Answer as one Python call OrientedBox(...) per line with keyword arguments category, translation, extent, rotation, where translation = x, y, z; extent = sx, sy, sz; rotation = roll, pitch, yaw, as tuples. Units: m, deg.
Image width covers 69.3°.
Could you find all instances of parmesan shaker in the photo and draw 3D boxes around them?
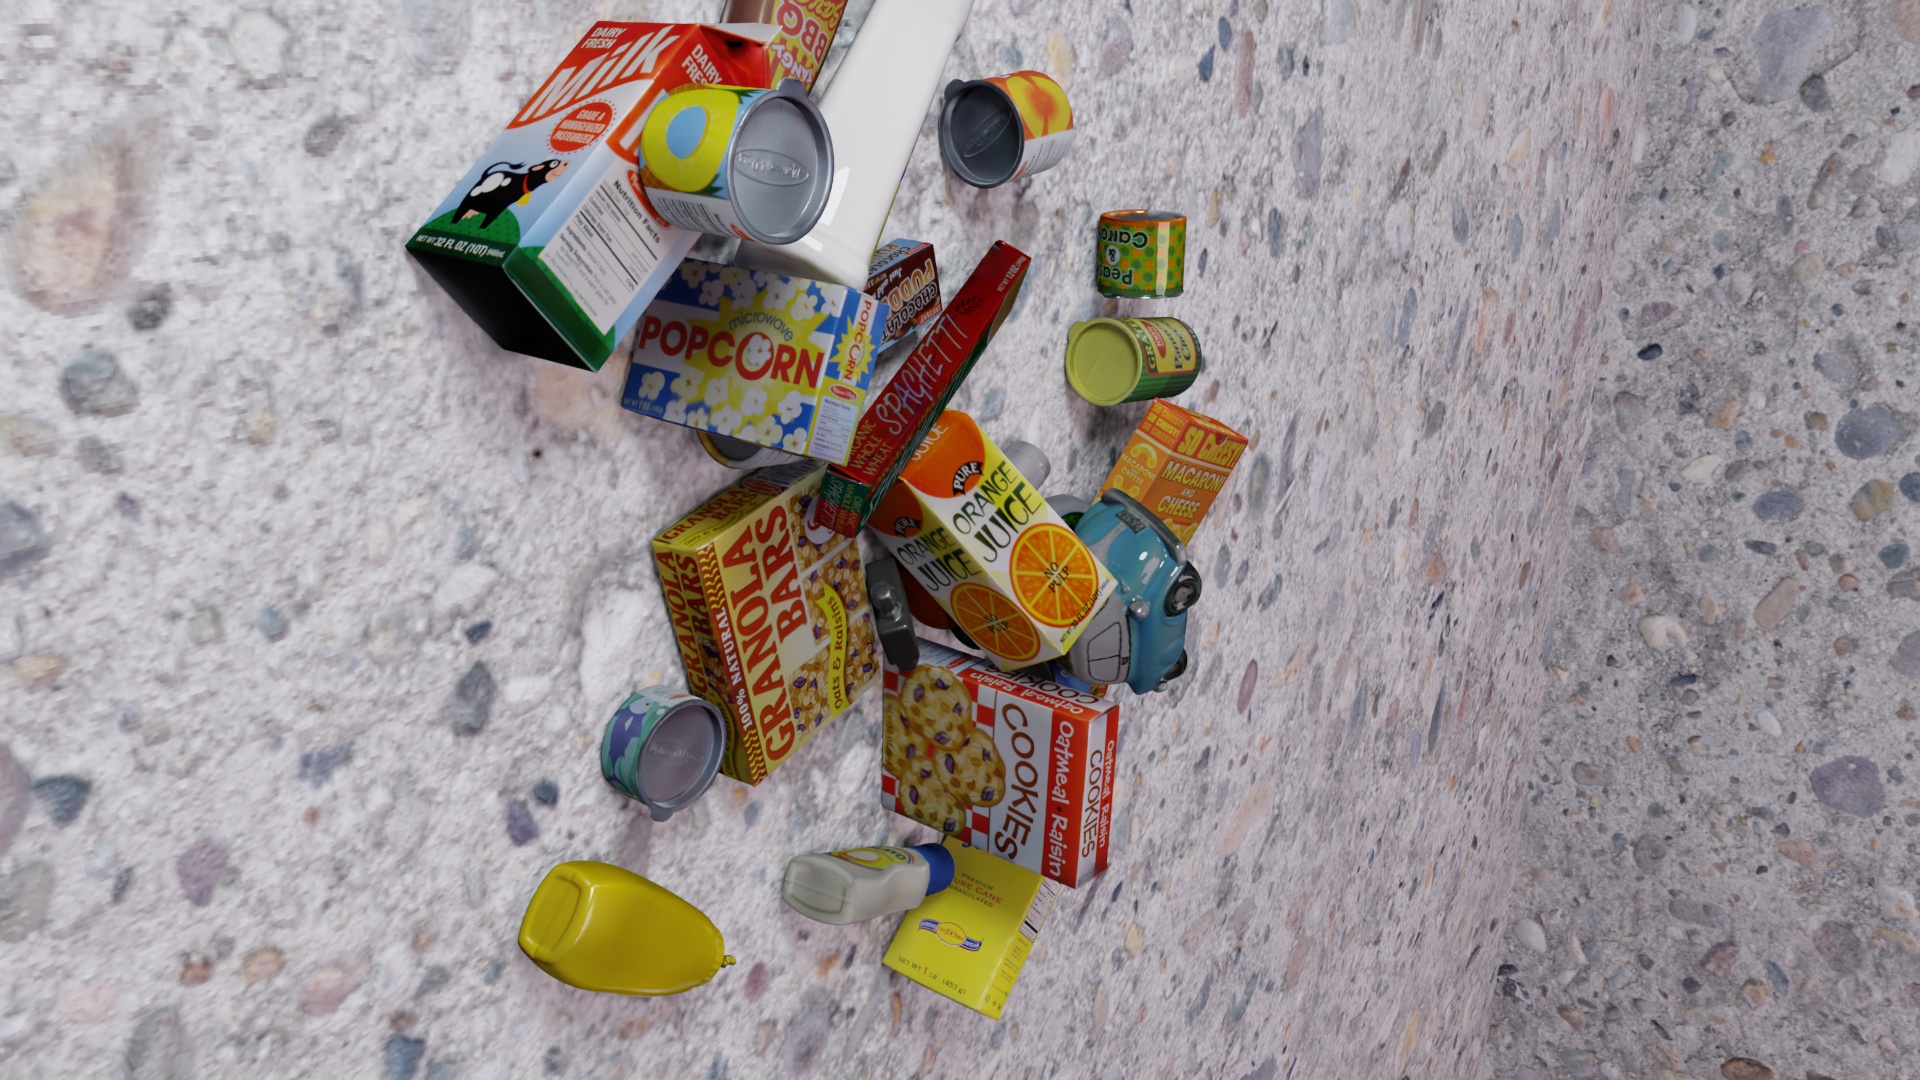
OrientedBox(category="parmesan shaker", translation=(0.135, -0.143, 1.079), extent=(0.103, 0.071, 0.071), rotation=(-14, 114, -53))

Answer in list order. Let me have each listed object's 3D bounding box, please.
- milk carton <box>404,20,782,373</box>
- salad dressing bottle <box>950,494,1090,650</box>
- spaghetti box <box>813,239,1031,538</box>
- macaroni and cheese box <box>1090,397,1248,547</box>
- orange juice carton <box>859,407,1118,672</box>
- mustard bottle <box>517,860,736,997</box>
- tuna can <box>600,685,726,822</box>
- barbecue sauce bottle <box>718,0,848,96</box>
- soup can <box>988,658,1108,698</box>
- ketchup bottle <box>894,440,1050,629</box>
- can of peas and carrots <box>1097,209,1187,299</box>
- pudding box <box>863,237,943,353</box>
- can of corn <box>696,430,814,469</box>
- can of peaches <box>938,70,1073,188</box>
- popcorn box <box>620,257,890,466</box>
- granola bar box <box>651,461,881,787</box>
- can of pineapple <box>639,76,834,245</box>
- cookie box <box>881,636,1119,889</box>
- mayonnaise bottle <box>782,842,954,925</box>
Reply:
OrientedBox(category="milk carton", translation=(-0.157, -0.177, 0.646), extent=(0.191, 0.072, 0.073), rotation=(-59, 143, -21))
OrientedBox(category="salad dressing bottle", translation=(0.047, 0.023, 1.035), extent=(0.148, 0.044, 0.064), rotation=(-45, 133, -36))
OrientedBox(category="spaghetti box", translation=(-0.019, -0.099, 0.851), extent=(0.251, 0.029, 0.049), rotation=(-59, 174, -41))
OrientedBox(category="macaroni and cheese box", translation=(0.156, -0.026, 1.129), extent=(0.124, 0.040, 0.166), rotation=(8, 116, -56))
OrientedBox(category="orange juice carton", translation=(0.003, -0.011, 0.892), extent=(0.192, 0.073, 0.072), rotation=(48, 57, -11))
OrientedBox(category="mustard bottle", translation=(-0.179, 0.228, 0.790), extent=(0.160, 0.049, 0.065), rotation=(44, 67, -53))
OrientedBox(category="tuna can", translation=(-0.167, 0.119, 0.778), extent=(0.071, 0.033, 0.070), rotation=(-25, 122, -48))
OrientedBox(category="barbecue sauce bottle", translation=(-0.102, -0.245, 0.721), extent=(0.065, 0.044, 0.148), rotation=(26, 81, -59))
OrientedBox(category="soup can", translation=(0.068, 0.104, 1.076), extent=(0.084, 0.071, 0.071), rotation=(-5, 107, -55))
OrientedBox(category="ketchup bottle", translation=(0.012, -0.009, 0.973), extent=(0.149, 0.043, 0.064), rotation=(-51, 133, -31))
OrientedBox(category="can of peas and carrots", translation=(0.135, -0.217, 1.049), extent=(0.071, 0.071, 0.058), rotation=(-25, 122, -48))
OrientedBox(category="pudding box", translation=(-0.049, -0.146, 0.846), extent=(0.084, 0.030, 0.049), rotation=(-38, 133, -41))
OrientedBox(category="can of corn", translation=(-0.106, -0.076, 0.764), extent=(0.058, 0.071, 0.071), rotation=(-12, 112, -52))
OrientedBox(category="can of peaches", translation=(0.028, -0.264, 0.881), extent=(0.058, 0.071, 0.071), rotation=(-30, 126, -45))
OrientedBox(category="popcorn box", translation=(-0.106, -0.092, 0.701), extent=(0.038, 0.127, 0.085), rotation=(15, 91, -60))
OrientedBox(category="granola bar box", translation=(-0.110, 0.043, 0.824), extent=(0.125, 0.039, 0.164), rotation=(-39, 132, -42))
OrientedBox(category="can of pineapple", translation=(-0.098, -0.169, 0.614), extent=(0.071, 0.058, 0.070), rotation=(-28, 126, -47))
OrientedBox(category="cookie box", translation=(0.024, 0.147, 0.940), extent=(0.040, 0.167, 0.122), rotation=(-21, 120, -50))
OrientedBox(category="mayonnaise bottle", translation=(-0.056, 0.233, 0.957), extent=(0.148, 0.065, 0.041), rotation=(11, 90, -60))
